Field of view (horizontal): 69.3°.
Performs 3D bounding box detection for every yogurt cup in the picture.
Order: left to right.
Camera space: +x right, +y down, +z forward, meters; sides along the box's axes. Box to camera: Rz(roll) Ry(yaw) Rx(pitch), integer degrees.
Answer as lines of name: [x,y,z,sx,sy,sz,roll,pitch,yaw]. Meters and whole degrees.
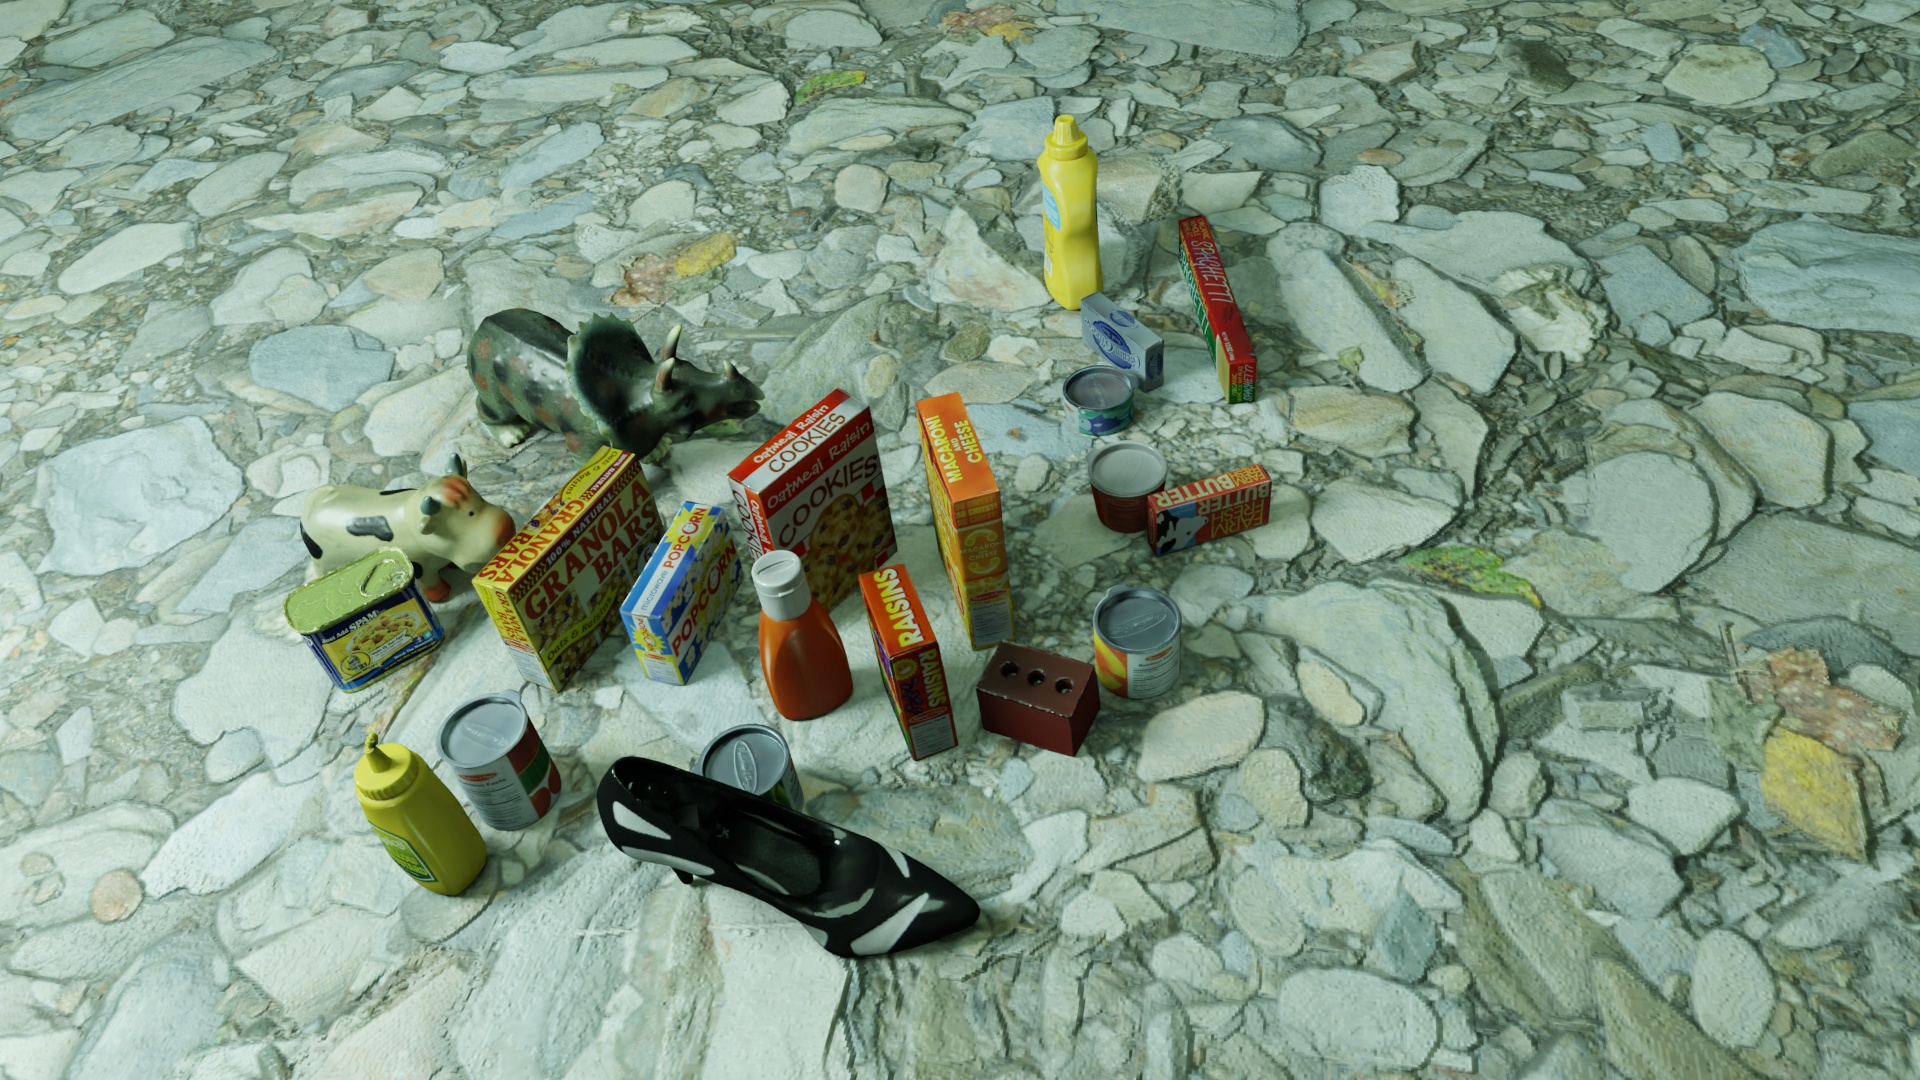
yogurt cup: [0.143,-0.044,1.181,0.072,0.053,0.073,-4,45,4]

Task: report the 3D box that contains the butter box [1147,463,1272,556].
butter box: [0.206,-0.025,1.154,0.104,0.052,0.024,-16,45,-8]

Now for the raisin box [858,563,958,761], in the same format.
raisin box: [-0.039,0.090,1.025,0.040,0.122,0.086,-17,45,-8]

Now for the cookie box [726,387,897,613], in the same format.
cookie box: [-0.115,-0.021,1.116,0.040,0.166,0.123,27,55,31]

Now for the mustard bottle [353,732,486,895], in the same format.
mustard bottle: [-0.380,0.183,0.956,0.065,0.159,0.049,17,50,23]

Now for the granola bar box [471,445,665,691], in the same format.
granola bar box: [-0.309,0.022,1.133,0.039,0.123,0.166,16,50,23]

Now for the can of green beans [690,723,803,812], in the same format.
can of green beans: [-0.150,0.176,1.002,0.071,0.057,0.071,-4,45,4]

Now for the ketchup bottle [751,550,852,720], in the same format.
ketchup bottle: [-0.122,0.071,1.038,0.065,0.148,0.044,-21,46,-12]

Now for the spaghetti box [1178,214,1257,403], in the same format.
spaghetti box: [0.248,-0.230,1.354,0.029,0.050,0.251,-7,45,1]

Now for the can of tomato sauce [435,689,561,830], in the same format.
can of tomato sauce: [-0.339,0.162,1.026,0.071,0.082,0.071,-4,45,4]

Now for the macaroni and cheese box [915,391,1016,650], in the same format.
macaroni and cheese box: [0.004,-0.014,1.092,0.040,0.165,0.124,-14,45,-6]

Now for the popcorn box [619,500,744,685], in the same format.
popcorn box: [-0.224,0.042,1.127,0.038,0.084,0.127,8,47,16]

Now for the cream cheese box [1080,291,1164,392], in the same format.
cream cheese box: [0.154,-0.190,1.326,0.024,0.053,0.104,-28,48,-18]

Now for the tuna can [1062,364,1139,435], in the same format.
tuna can: [0.130,-0.130,1.284,0.071,0.032,0.071,-4,45,4]

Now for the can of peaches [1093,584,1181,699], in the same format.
can of peaches: [0.134,0.077,1.059,0.071,0.057,0.071,-4,45,4]
